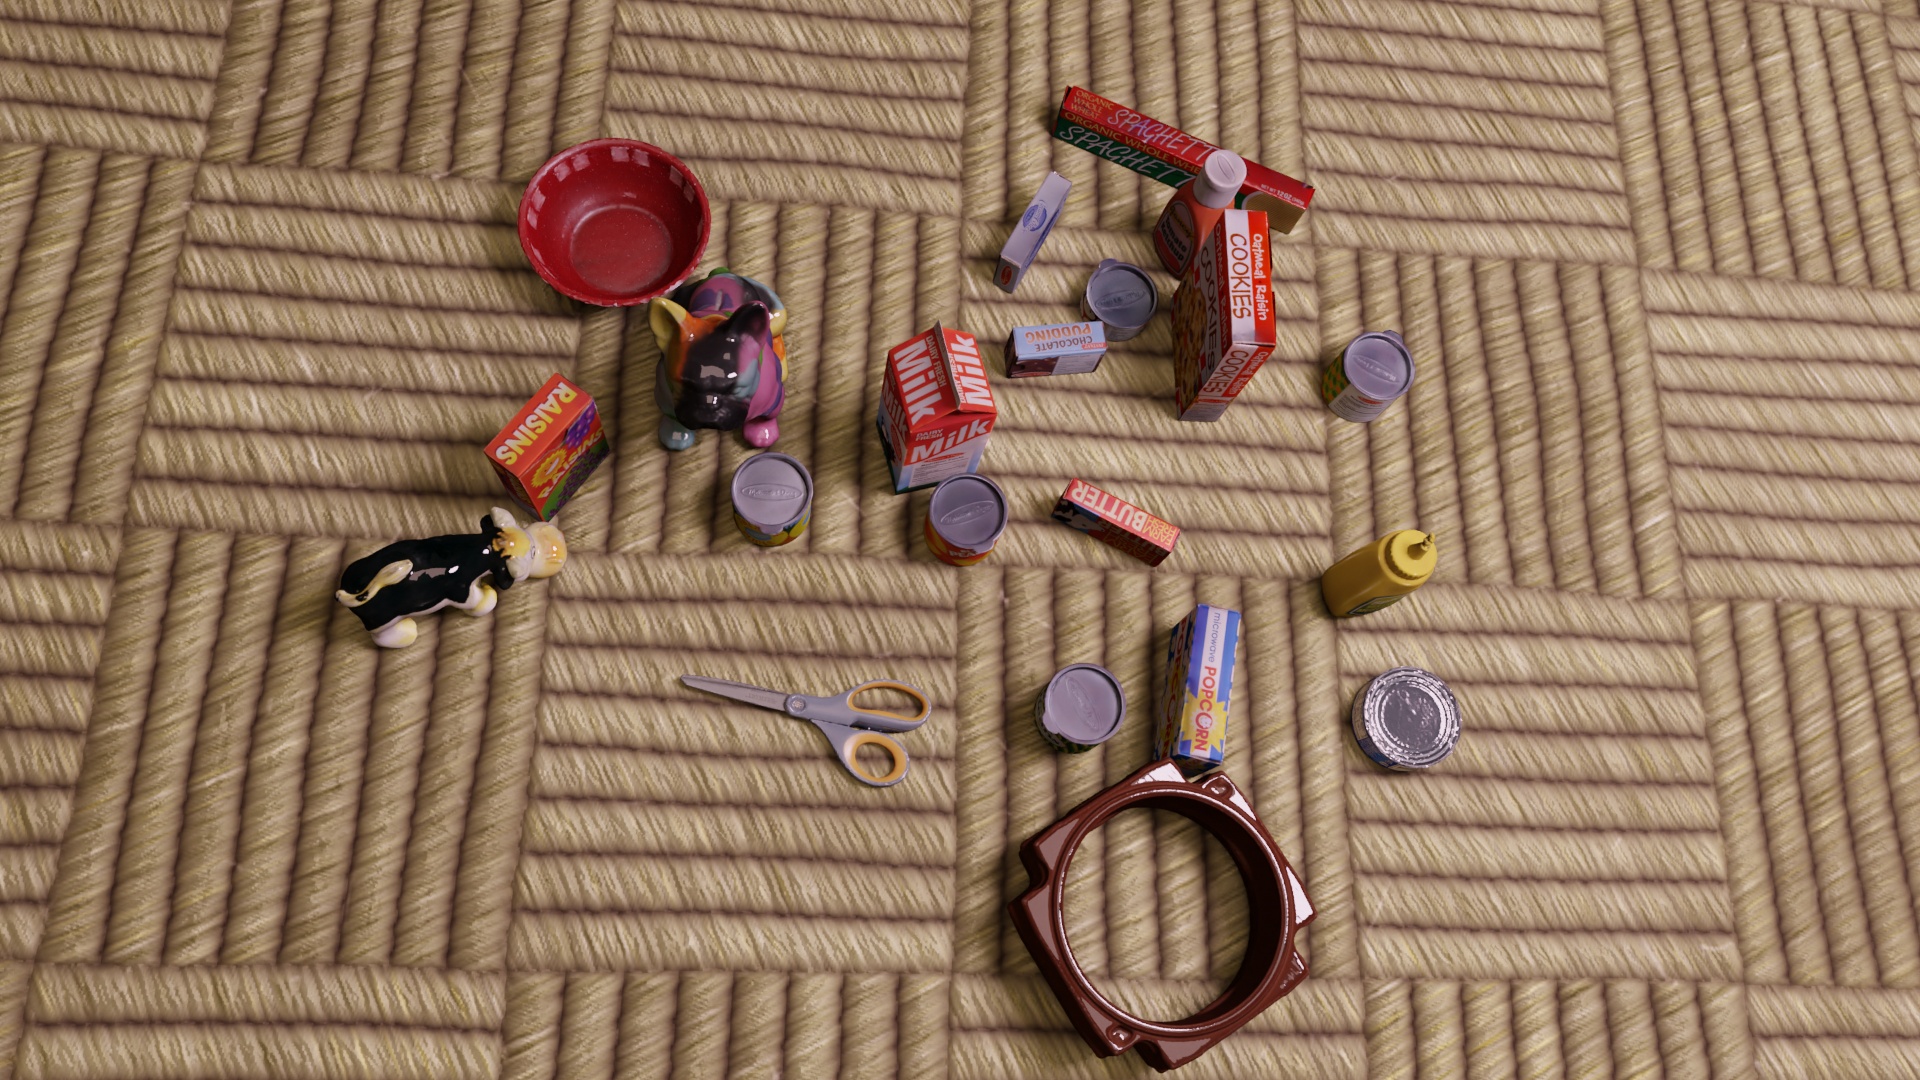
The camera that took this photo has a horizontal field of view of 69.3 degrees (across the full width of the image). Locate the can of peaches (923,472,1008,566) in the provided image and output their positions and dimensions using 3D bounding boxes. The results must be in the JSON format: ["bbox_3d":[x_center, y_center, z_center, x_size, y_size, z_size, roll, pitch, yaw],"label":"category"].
[{"bbox_3d":[0.004,-0.015,1.165,0.071,0.058,0.071,2,73,-7],"label":"can of peaches"}]

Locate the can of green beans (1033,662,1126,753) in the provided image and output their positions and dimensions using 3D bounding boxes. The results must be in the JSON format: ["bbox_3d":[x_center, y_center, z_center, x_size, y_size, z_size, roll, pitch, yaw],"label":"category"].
[{"bbox_3d":[0.096,0.137,1.130,0.071,0.057,0.071,2,73,-7],"label":"can of green beans"}]

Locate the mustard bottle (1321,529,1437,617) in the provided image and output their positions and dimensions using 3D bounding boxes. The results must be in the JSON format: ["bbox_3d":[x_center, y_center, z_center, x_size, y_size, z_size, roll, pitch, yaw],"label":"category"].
[{"bbox_3d":[0.352,0.024,1.145,0.065,0.159,0.049,-12,75,-11],"label":"mustard bottle"}]

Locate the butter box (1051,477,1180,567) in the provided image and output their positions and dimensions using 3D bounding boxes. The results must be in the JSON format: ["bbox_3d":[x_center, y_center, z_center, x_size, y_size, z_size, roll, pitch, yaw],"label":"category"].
[{"bbox_3d":[0.132,-0.015,1.185,0.103,0.053,0.024,26,72,1],"label":"butter box"}]

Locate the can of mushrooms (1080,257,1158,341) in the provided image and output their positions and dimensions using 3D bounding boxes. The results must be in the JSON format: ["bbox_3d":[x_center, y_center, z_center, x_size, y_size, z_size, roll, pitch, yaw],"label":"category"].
[{"bbox_3d":[0.143,-0.218,1.260,0.071,0.033,0.071,2,73,-7],"label":"can of mushrooms"}]

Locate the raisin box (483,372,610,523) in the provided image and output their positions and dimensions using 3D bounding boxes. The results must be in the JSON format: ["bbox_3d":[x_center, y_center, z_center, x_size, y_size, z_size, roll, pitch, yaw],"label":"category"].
[{"bbox_3d":[-0.326,-0.070,1.105,0.040,0.123,0.086,37,72,4],"label":"raisin box"}]

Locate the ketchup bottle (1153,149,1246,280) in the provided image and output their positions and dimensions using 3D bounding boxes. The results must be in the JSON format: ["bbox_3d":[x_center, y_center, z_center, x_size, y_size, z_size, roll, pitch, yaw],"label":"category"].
[{"bbox_3d":[0.214,-0.291,1.232,0.043,0.148,0.065,-24,78,-14],"label":"ketchup bottle"}]

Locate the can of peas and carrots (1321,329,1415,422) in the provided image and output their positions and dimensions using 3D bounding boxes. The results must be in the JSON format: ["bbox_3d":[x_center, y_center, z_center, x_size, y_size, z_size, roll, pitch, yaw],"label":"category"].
[{"bbox_3d":[0.368,-0.149,1.255,0.071,0.058,0.071,2,73,-7],"label":"can of peas and carrots"}]

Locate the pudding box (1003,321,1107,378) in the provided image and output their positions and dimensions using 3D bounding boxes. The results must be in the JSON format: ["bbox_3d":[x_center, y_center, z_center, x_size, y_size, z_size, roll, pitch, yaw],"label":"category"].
[{"bbox_3d":[0.083,-0.168,1.228,0.084,0.049,0.030,-6,74,-9],"label":"pudding box"}]

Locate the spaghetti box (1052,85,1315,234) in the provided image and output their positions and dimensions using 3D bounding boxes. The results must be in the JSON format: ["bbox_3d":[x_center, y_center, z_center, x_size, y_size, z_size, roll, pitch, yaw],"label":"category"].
[{"bbox_3d":[0.207,-0.357,1.304,0.250,0.050,0.029,23,72,0],"label":"spaghetti box"}]

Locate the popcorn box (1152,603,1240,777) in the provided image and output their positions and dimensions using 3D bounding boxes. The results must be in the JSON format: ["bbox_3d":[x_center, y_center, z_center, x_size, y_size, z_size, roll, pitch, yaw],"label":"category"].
[{"bbox_3d":[0.192,0.123,1.132,0.038,0.085,0.127,12,72,-4],"label":"popcorn box"}]

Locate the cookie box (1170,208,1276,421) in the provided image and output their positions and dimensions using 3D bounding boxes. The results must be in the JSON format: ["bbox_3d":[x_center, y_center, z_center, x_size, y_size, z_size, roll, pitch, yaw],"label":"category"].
[{"bbox_3d":[0.224,-0.189,1.191,0.040,0.167,0.123,2,73,-7],"label":"cookie box"}]

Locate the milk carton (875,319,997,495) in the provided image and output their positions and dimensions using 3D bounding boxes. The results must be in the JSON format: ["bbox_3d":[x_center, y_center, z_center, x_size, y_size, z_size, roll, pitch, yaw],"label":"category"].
[{"bbox_3d":[-0.020,-0.106,1.121,0.073,0.190,0.072,-13,75,-11],"label":"milk carton"}]

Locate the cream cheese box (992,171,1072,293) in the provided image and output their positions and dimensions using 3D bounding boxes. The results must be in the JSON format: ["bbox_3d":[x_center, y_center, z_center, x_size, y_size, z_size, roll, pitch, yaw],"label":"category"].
[{"bbox_3d":[0.064,-0.279,1.259,0.024,0.053,0.104,29,71,2],"label":"cream cheese box"}]

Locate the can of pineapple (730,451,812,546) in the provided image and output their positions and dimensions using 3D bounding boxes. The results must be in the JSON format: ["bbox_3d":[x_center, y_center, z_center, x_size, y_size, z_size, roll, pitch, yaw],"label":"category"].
[{"bbox_3d":[-0.157,-0.032,1.149,0.071,0.057,0.071,2,73,-7],"label":"can of pineapple"}]
